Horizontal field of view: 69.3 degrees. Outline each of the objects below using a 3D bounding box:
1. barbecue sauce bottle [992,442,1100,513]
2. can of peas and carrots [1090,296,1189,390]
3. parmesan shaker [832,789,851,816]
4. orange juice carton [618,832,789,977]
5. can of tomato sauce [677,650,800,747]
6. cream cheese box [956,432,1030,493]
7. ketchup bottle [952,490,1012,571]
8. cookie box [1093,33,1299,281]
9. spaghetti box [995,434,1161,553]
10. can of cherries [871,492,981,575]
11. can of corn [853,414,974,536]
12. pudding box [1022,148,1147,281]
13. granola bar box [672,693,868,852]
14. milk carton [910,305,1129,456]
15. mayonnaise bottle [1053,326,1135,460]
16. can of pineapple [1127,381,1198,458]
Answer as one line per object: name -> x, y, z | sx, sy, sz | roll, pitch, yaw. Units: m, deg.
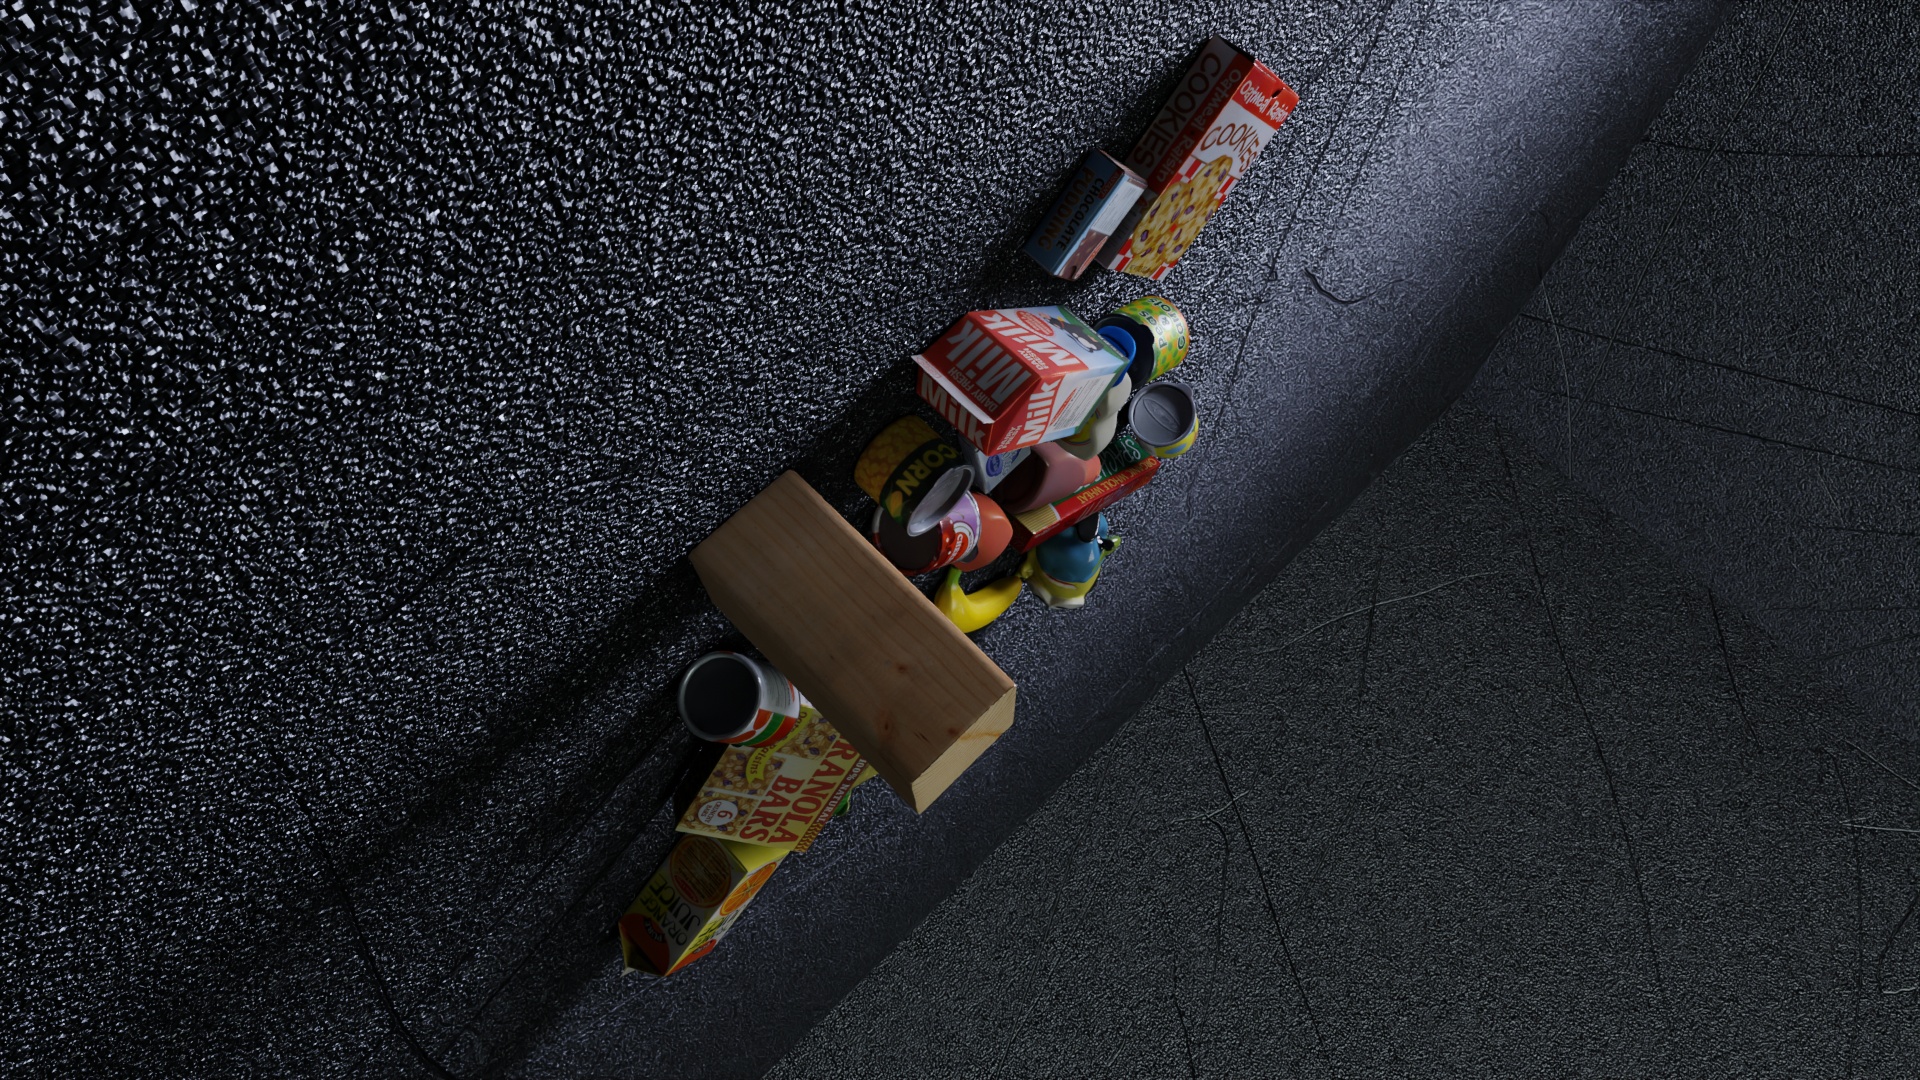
barbecue sauce bottle -> 0.085, -0.062, 1.270 | 0.064, 0.044, 0.149 | -54, 163, 23
can of peas and carrots -> 0.148, -0.164, 1.144 | 0.059, 0.071, 0.070 | -31, 158, -44
parmesan shaker -> -0.154, 0.242, 1.333 | 0.071, 0.071, 0.103 | -50, 163, 11
orange juice carton -> -0.254, 0.342, 1.316 | 0.192, 0.073, 0.072 | -53, 163, 20
can of tomato sauce -> -0.165, 0.120, 1.033 | 0.071, 0.071, 0.083 | -47, 163, 0
cream cheese box -> 0.028, -0.078, 1.124 | 0.053, 0.024, 0.103 | -45, 163, -8
ketchup bottle -> 0.004, -0.015, 1.177 | 0.065, 0.043, 0.148 | -39, 163, 0
cookie box -> 0.162, -0.266, 0.990 | 0.167, 0.040, 0.123 | -53, 162, 21
spaghetti box -> 0.116, -0.049, 1.364 | 0.251, 0.050, 0.028 | -27, 156, -49
can of cherries -> -0.025, -0.008, 1.072 | 0.071, 0.071, 0.058 | -55, 161, 26
can of corn -> -0.033, -0.048, 0.983 | 0.071, 0.058, 0.071 | -42, 163, -16
pudding box -> 0.083, -0.216, 0.929 | 0.083, 0.030, 0.050 | -53, 164, 20
granola bar box -> -0.150, 0.185, 1.156 | 0.124, 0.039, 0.164 | 17, 122, -28
milk carton -> 0.038, -0.114, 0.981 | 0.073, 0.072, 0.191 | -55, 163, 27
mayonnaise bottle -> 0.106, -0.121, 1.125 | 0.041, 0.065, 0.147 | -45, 170, -22
can of pineapple -> 0.205, -0.120, 1.387 | 0.071, 0.071, 0.058 | -47, 164, 2
